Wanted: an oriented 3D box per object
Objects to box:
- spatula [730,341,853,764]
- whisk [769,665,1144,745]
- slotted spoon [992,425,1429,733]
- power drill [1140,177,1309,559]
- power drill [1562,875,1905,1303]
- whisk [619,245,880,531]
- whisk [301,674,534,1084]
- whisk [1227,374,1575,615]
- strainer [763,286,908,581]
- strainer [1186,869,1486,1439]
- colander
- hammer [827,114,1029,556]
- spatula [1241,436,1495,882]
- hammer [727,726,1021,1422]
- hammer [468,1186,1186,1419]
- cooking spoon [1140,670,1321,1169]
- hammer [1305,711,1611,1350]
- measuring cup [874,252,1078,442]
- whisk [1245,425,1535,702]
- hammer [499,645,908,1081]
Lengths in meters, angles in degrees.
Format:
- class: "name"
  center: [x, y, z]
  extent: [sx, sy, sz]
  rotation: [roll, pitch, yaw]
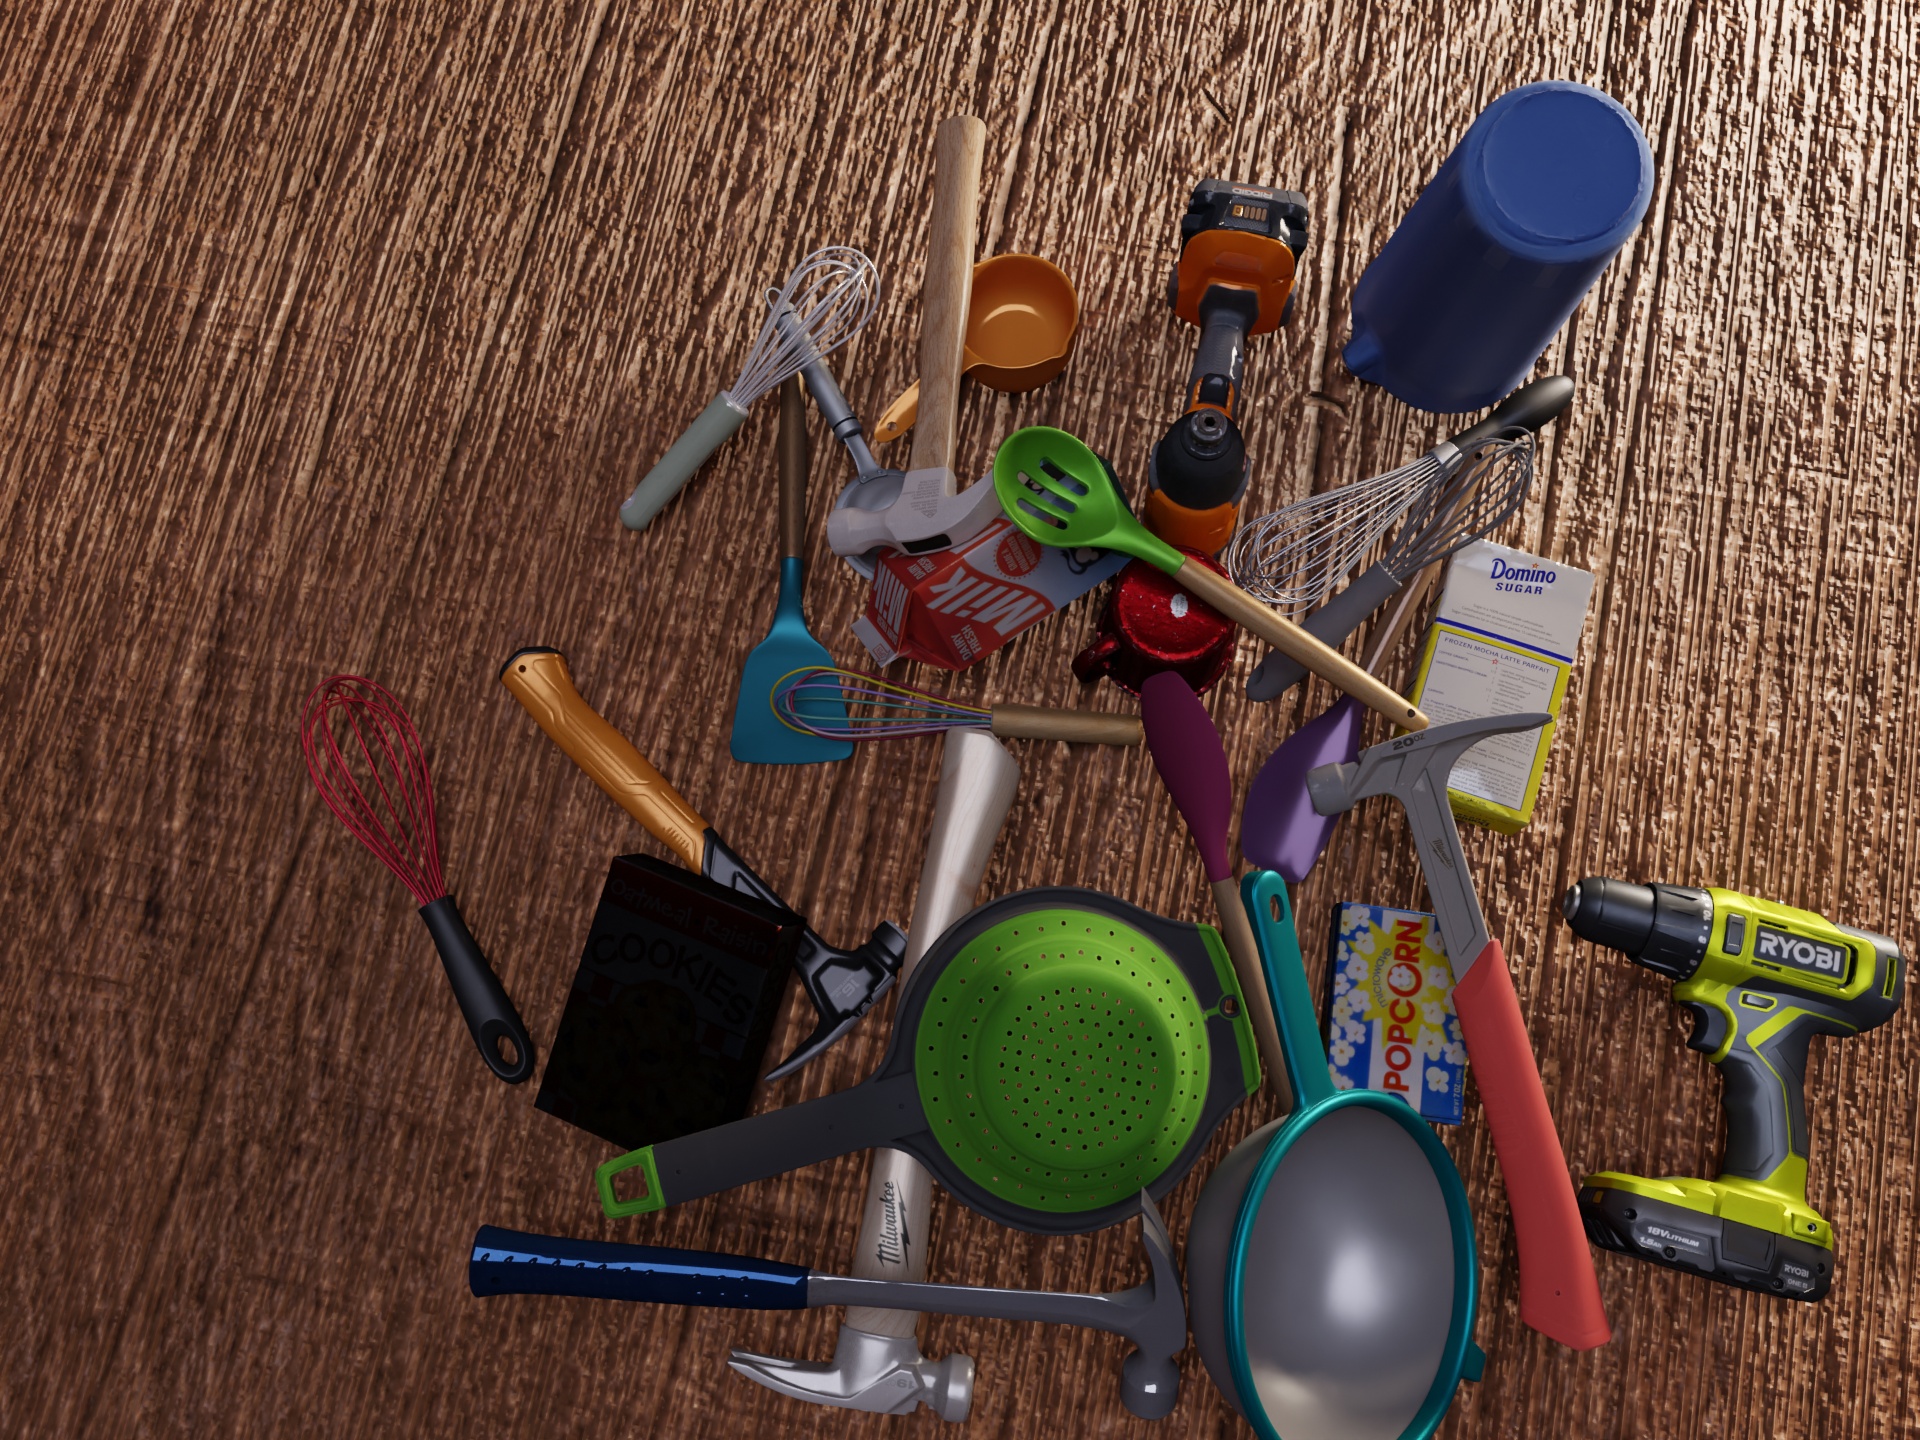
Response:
- class: "spatula"
  center: [-0.116, -0.128, 1.090]
  extent: [0.082, 0.044, 0.318]
  rotation: [-2, 72, 1]
- class: "whisk"
  center: [-0.001, -0.005, 1.034]
  extent: [0.245, 0.051, 0.047]
  rotation: [4, 93, -4]
- class: "slotted spoon"
  center: [0.154, -0.078, 0.973]
  extent: [0.313, 0.031, 0.070]
  rotation: [32, 76, -4]
- class: "power drill"
  center: [0.167, -0.229, 1.027]
  extent: [0.084, 0.164, 0.226]
  rotation: [11, 76, 6]
- class: "power drill"
  center: [0.445, 0.211, 0.953]
  extent: [0.190, 0.080, 0.229]
  rotation: [15, 75, 6]
- class: "whisk"
  center: [-0.146, -0.219, 1.073]
  extent: [0.059, 0.058, 0.246]
  rotation: [39, 104, -25]
- class: "whisk"
  center: [-0.348, 0.101, 1.032]
  extent: [0.073, 0.073, 0.296]
  rotation: [-28, 83, -4]
- class: "whisk"
  center: [0.296, -0.157, 1.060]
  extent: [0.284, 0.070, 0.070]
  rotation: [-31, 77, -10]
- class: "strainer"
  center: [-0.074, -0.191, 1.084]
  extent: [0.087, 0.050, 0.258]
  rotation: [-24, 77, -23]
- class: "strainer"
  center: [0.182, 0.254, 0.910]
  extent: [0.211, 0.095, 0.340]
  rotation: [-14, 91, -38]
- class: "colander"
  center: [-0.016, 0.218, 0.905]
  extent: [0.397, 0.094, 0.204]
  rotation: [-15, 83, -5]
- class: "hammer"
  center: [-0.008, -0.262, 1.051]
  extent: [0.130, 0.031, 0.331]
  rotation: [-4, 67, 20]
- class: "spatula"
  center: [0.268, -0.044, 1.032]
  extent: [0.060, 0.018, 0.316]
  rotation: [28, 88, 18]
- class: "hammer"
  center: [-0.035, 0.205, 0.973]
  extent: [0.146, 0.038, 0.411]
  rotation: [10, 82, -2]
- class: "hammer"
  center: [-0.075, 0.317, 0.899]
  extent: [0.405, 0.035, 0.144]
  rotation: [4, 115, 3]
- class: "cooking spoon"
  center: [0.169, 0.123, 0.986]
  extent: [0.017, 0.069, 0.319]
  rotation: [-16, 87, -32]
- class: "hammer"
  center: [0.321, 0.178, 0.932]
  extent: [0.149, 0.036, 0.359]
  rotation: [-17, 78, 19]
- class: "measuring cup"
  center: [0.008, -0.242, 1.093]
  extent: [0.173, 0.052, 0.095]
  rotation: [-44, 77, -7]
- class: "whisk"
  center: [0.270, -0.095, 1.011]
  extent: [0.239, 0.055, 0.055]
  rotation: [-45, 77, 20]
- class: "hammer"
  center: [-0.186, 0.078, 1.038]
  extent: [0.337, 0.034, 0.127]
  rotation: [44, 81, 11]
